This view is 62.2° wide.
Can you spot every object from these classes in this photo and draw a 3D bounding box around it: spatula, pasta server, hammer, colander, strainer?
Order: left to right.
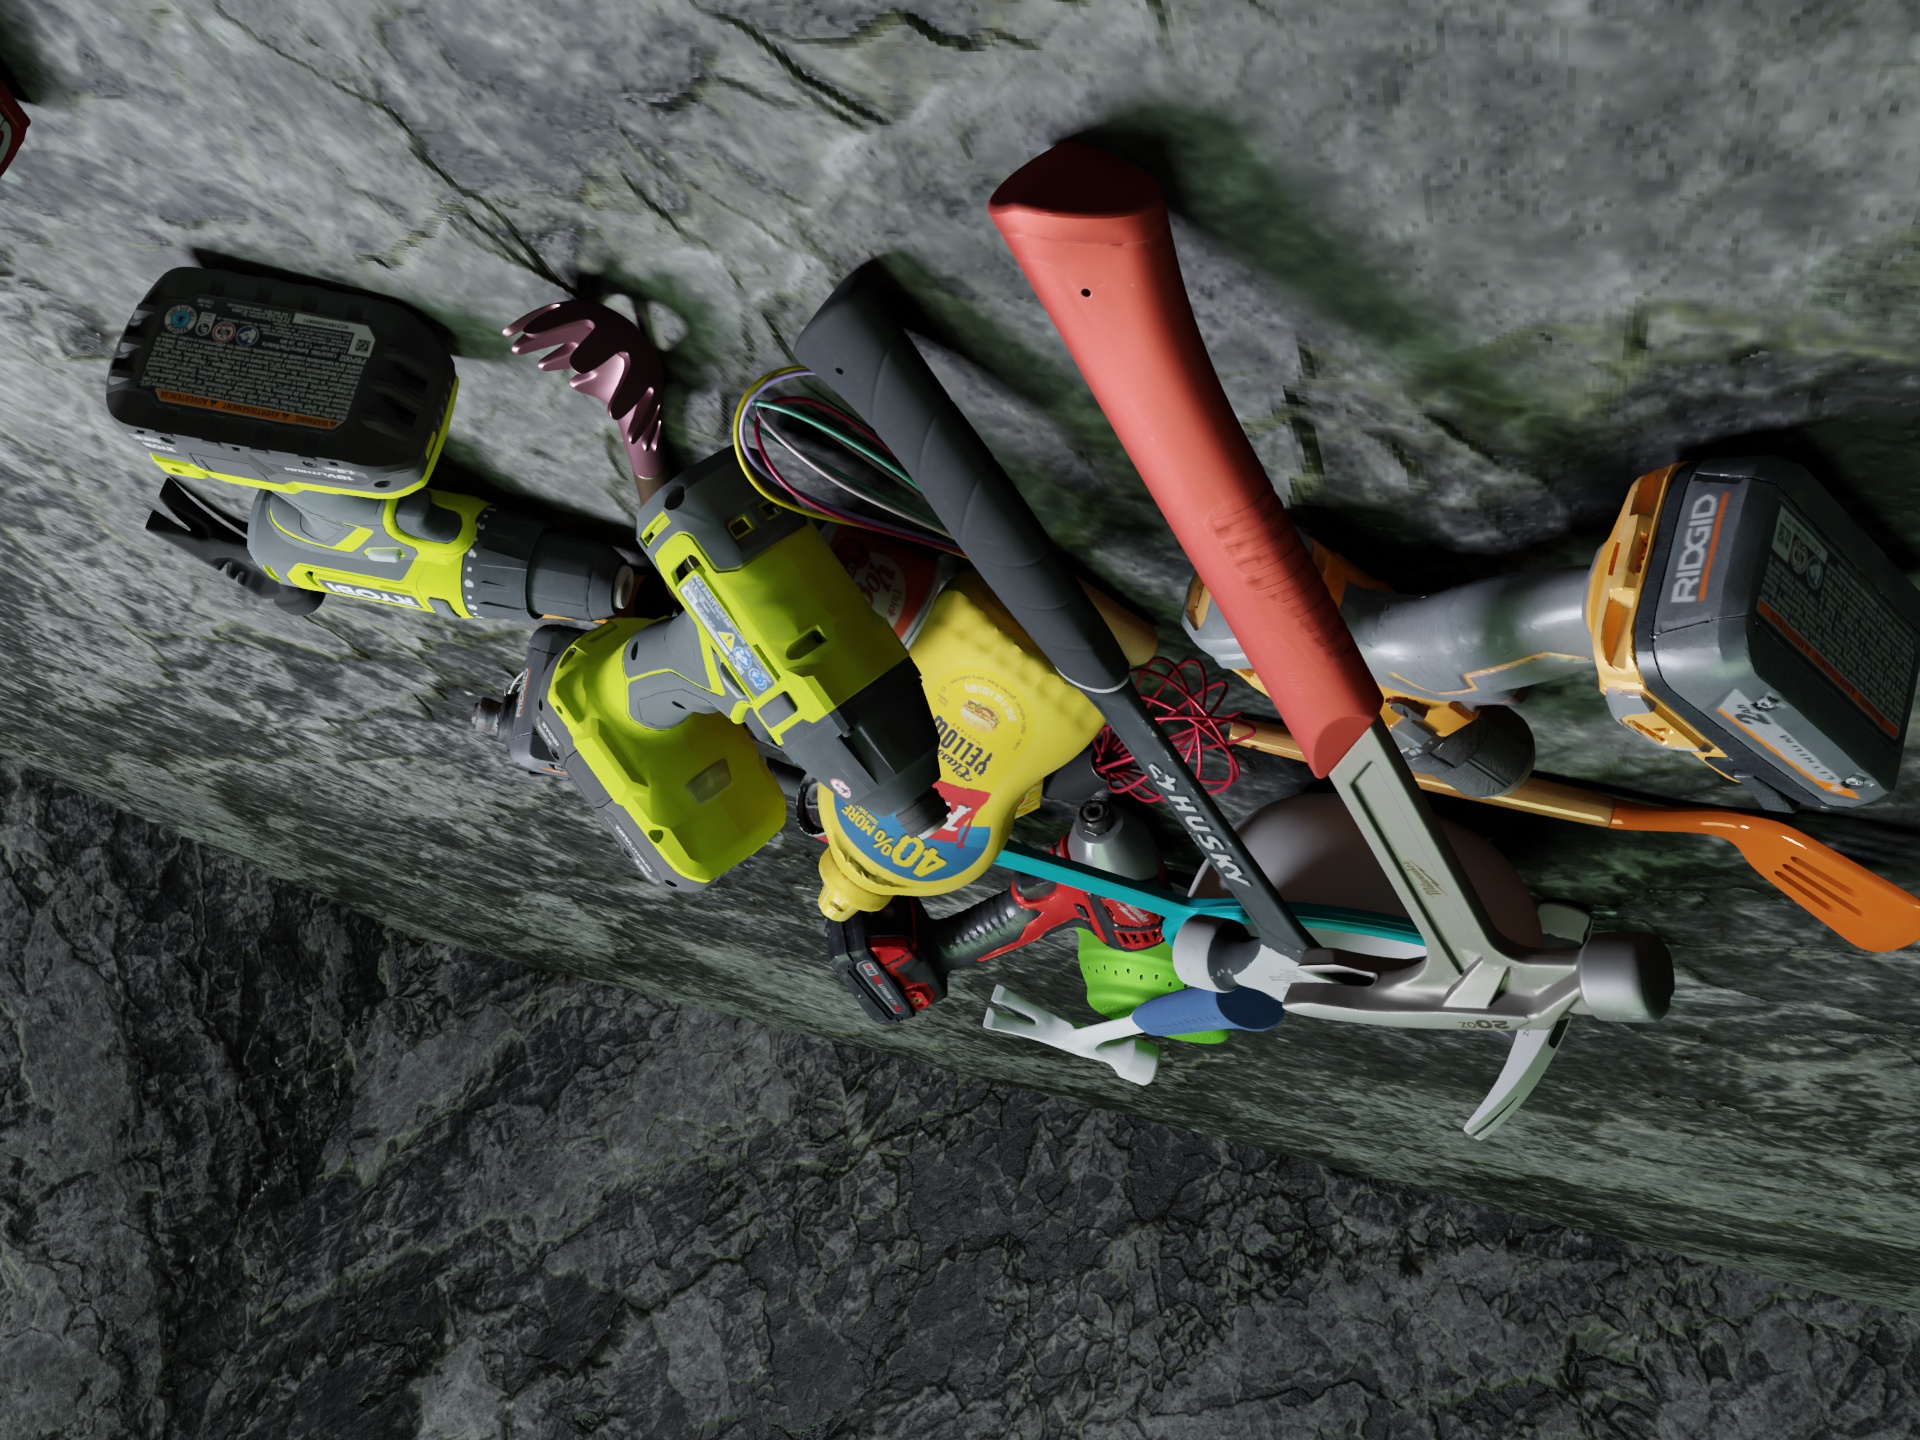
[{"bbox_3d":[-0.312,-0.086,0.921,0.337,0.034,0.127,8,161,25],"label":"hammer"},{"bbox_3d":[-0.143,-0.099,0.717,0.060,0.040,0.316,38,164,8],"label":"pasta server"},{"bbox_3d":[0.065,-0.007,0.632,0.149,0.036,0.408,3,141,47],"label":"hammer"},{"bbox_3d":[0.120,0.204,1.079,0.144,0.035,0.405,20,163,-5],"label":"hammer"},{"bbox_3d":[0.163,0.075,0.859,0.340,0.095,0.211,18,162,-12],"label":"strainer"},{"bbox_3d":[0.237,0.203,1.190,0.397,0.094,0.204,12,161,16],"label":"colander"},{"bbox_3d":[0.105,-0.020,0.524,0.149,0.037,0.358,-7,130,42],"label":"hammer"},{"bbox_3d":[0.224,0.157,1.035,0.335,0.146,0.035,11,164,38],"label":"hammer"},{"bbox_3d":[0.288,0.047,0.769,0.323,0.041,0.081,13,163,15],"label":"spatula"}]

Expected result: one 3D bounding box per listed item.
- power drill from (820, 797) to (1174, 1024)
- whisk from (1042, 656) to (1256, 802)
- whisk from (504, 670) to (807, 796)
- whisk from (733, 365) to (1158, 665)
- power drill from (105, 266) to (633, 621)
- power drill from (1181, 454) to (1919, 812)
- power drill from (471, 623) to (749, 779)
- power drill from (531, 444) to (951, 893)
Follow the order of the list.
[{"bbox_3d":[0.026,0.118,1.044,0.219,0.079,0.143,-16,141,8],"label":"power drill"},{"bbox_3d":[0.084,0.019,0.846,0.073,0.073,0.296,19,169,-7],"label":"whisk"},{"bbox_3d":[-0.174,0.024,1.094,0.284,0.070,0.070,19,163,-23],"label":"whisk"},{"bbox_3d":[0.001,-0.074,0.662,0.051,0.047,0.244,-6,155,45],"label":"whisk"},{"bbox_3d":[-0.265,-0.109,0.745,0.190,0.080,0.228,11,164,4],"label":"power drill"},{"bbox_3d":[0.218,-0.016,0.583,0.185,0.084,0.226,29,163,-32],"label":"power drill"},{"bbox_3d":[-0.205,0.003,0.921,0.164,0.084,0.226,10,173,-11],"label":"power drill"},{"bbox_3d":[-0.100,-0.003,0.705,0.171,0.080,0.223,55,147,-4],"label":"power drill"}]
